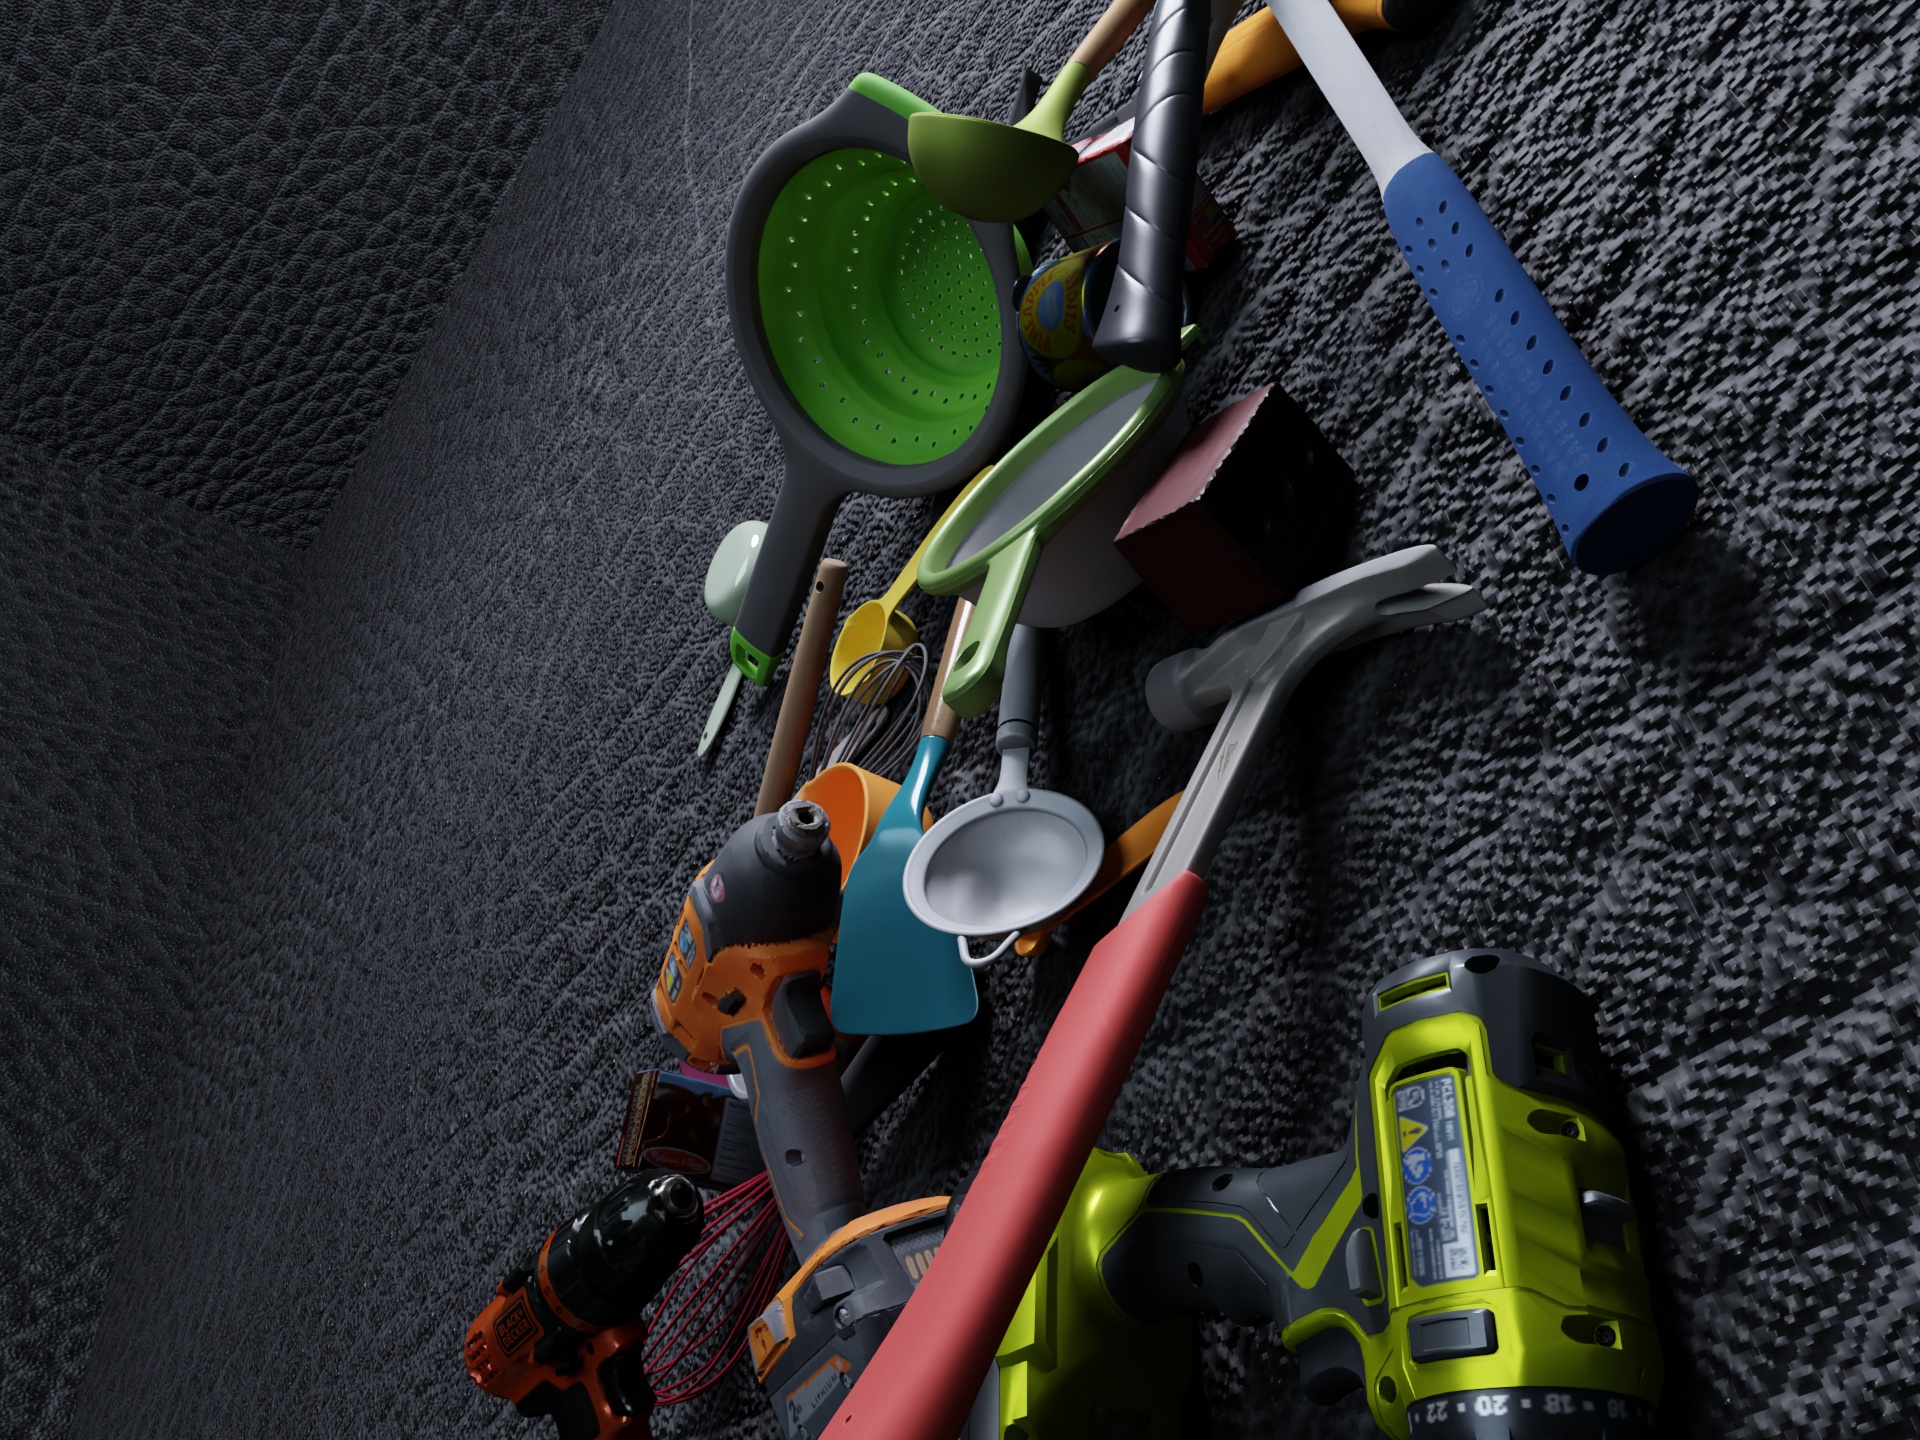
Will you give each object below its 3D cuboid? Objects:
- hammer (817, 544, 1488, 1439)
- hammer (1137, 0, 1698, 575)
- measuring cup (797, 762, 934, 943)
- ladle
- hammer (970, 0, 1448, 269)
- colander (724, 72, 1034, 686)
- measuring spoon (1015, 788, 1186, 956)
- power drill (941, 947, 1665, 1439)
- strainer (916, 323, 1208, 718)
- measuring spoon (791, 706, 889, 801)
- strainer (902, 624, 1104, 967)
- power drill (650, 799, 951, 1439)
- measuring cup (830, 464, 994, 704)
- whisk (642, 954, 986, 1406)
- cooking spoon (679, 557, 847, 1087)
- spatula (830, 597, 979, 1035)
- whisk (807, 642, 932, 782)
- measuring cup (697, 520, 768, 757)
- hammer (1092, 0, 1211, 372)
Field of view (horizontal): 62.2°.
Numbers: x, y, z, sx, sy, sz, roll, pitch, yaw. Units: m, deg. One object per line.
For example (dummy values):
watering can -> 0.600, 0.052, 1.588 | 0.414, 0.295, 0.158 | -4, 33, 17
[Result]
hammer -> 0.054, 0.091, 0.508 | 0.149, 0.036, 0.359 | -23, 29, 54
hammer -> 0.167, -0.209, 0.615 | 0.144, 0.035, 0.406 | -48, 40, 36
measuring cup -> -0.073, 0.102, 0.817 | 0.173, 0.052, 0.095 | -55, 32, 24
ladle -> 0.068, -0.345, 0.789 | 0.078, 0.062, 0.320 | 17, 53, 20
hammer -> 0.118, -0.329, 0.818 | 0.337, 0.034, 0.127 | -2, 70, 58
colander -> -0.053, -0.178, 0.935 | 0.094, 0.204, 0.396 | -35, -22, -45
measuring spoon -> 0.064, 0.065, 0.663 | 0.117, 0.011, 0.021 | -44, 31, 29
power drill -> 0.092, 0.188, 0.462 | 0.228, 0.080, 0.191 | -32, 44, 42
strainer -> 0.045, -0.061, 0.664 | 0.151, 0.069, 0.256 | -34, 20, 31
measuring spoon -> -0.076, 0.039, 0.906 | 0.124, 0.018, 0.034 | -47, 29, 20
strainer -> 0.027, 0.016, 0.710 | 0.087, 0.050, 0.259 | -8, 45, 16
power drill -> -0.055, 0.150, 0.630 | 0.227, 0.084, 0.164 | 64, 145, 31
measuring cup -> -0.018, -0.072, 0.873 | 0.156, 0.029, 0.062 | -52, 33, 21
whisk -> -0.081, 0.218, 0.745 | 0.296, 0.073, 0.073 | -52, 32, 15
cooking spoon -> -0.105, 0.065, 0.853 | 0.069, 0.017, 0.318 | 31, 113, 39
spatula -> -0.001, -0.002, 0.767 | 0.082, 0.044, 0.318 | -13, 46, 35
whisk -> -0.080, 0.055, 0.870 | 0.239, 0.055, 0.055 | -58, 30, 24
measuring cup -> -0.160, -0.058, 1.078 | 0.083, 0.038, 0.168 | 0, 68, 59
hammer -> 0.104, -0.334, 0.701 | 0.149, 0.036, 0.409 | -19, 57, 55
